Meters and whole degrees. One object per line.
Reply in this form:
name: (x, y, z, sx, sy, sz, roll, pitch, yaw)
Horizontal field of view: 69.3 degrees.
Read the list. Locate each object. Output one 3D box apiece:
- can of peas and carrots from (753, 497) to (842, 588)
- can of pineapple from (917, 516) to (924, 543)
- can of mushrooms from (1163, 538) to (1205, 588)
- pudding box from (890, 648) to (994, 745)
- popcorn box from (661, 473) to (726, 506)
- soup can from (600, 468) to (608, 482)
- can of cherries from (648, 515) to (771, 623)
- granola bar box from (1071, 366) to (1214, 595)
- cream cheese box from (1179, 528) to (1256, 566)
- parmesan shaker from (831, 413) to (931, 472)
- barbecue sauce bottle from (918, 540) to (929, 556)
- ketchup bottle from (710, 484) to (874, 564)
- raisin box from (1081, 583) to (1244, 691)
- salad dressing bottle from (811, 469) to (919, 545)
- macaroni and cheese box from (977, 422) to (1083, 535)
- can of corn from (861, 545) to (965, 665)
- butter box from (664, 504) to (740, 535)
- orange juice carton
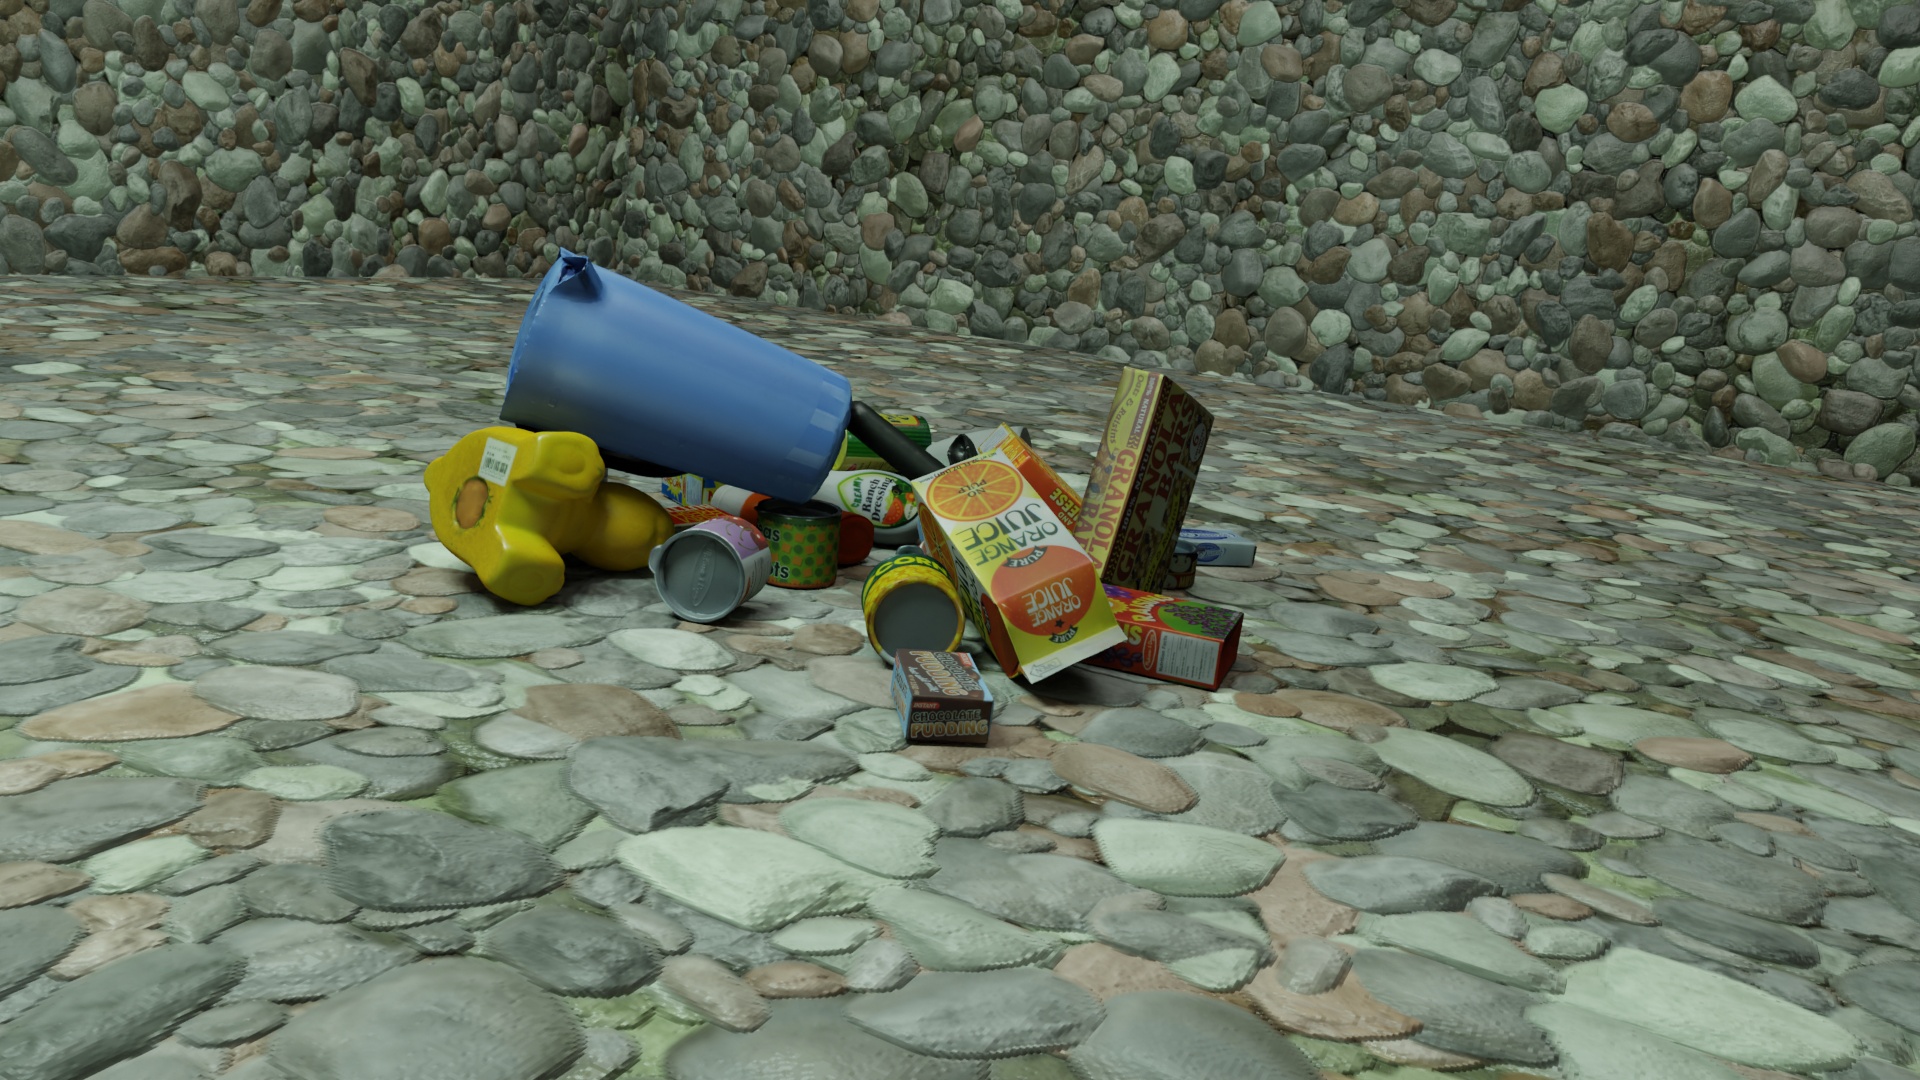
can of peas and carrots: (-0.130, 0.002, 1.087, 0.071, 0.058, 0.071, 6, 14, -1)
can of pineapple: (0.004, -0.015, 1.199, 0.071, 0.070, 0.058, 16, 17, 35)
can of mushrooms: (0.177, 0.018, 1.218, 0.071, 0.033, 0.071, 6, 13, -1)
pudding box: (-0.012, 0.093, 0.830, 0.050, 0.030, 0.084, 5, 14, -10)
popcorn box: (-0.209, -0.054, 1.322, 0.127, 0.038, 0.085, -4, 18, -38)
soup can: (-0.326, -0.048, 1.142, 0.071, 0.083, 0.071, 6, 13, -1)
can of cherries: (-0.175, 0.017, 0.979, 0.071, 0.071, 0.058, 9, 13, 10)
granola bar box: (0.144, -0.040, 1.103, 0.039, 0.165, 0.124, 16, -3, 30)
cream cheese box: (0.220, 0.005, 1.310, 0.104, 0.024, 0.053, 2, 15, -19)
parmesan shaker: (-0.093, -0.108, 1.542, 0.103, 0.071, 0.071, 0, 15, -27)
barbecue sauce bottle: (-0.014, 0.027, 1.068, 0.065, 0.043, 0.149, 25, 19, 13)
ketchup bottle: (-0.148, -0.016, 1.182, 0.149, 0.043, 0.065, 15, 7, 33)
raisin box: (0.132, 0.065, 0.991, 0.123, 0.040, 0.086, 11, 15, 19)
salad dressing bottle: (-0.103, -0.039, 1.228, 0.148, 0.064, 0.043, 16, -23, -2)
macaroni and cheese box: (0.080, -0.039, 1.262, 0.123, 0.040, 0.167, 43, 7, -14)
can of corn: (-0.032, 0.045, 0.931, 0.071, 0.071, 0.058, 5, 14, -8)
butter box: (-0.239, -0.010, 1.154, 0.104, 0.024, 0.053, -7, 20, -44)
orange juice carton: (0.038, 0.023, 0.945, 0.072, 0.072, 0.193, -22, 41, -12)
